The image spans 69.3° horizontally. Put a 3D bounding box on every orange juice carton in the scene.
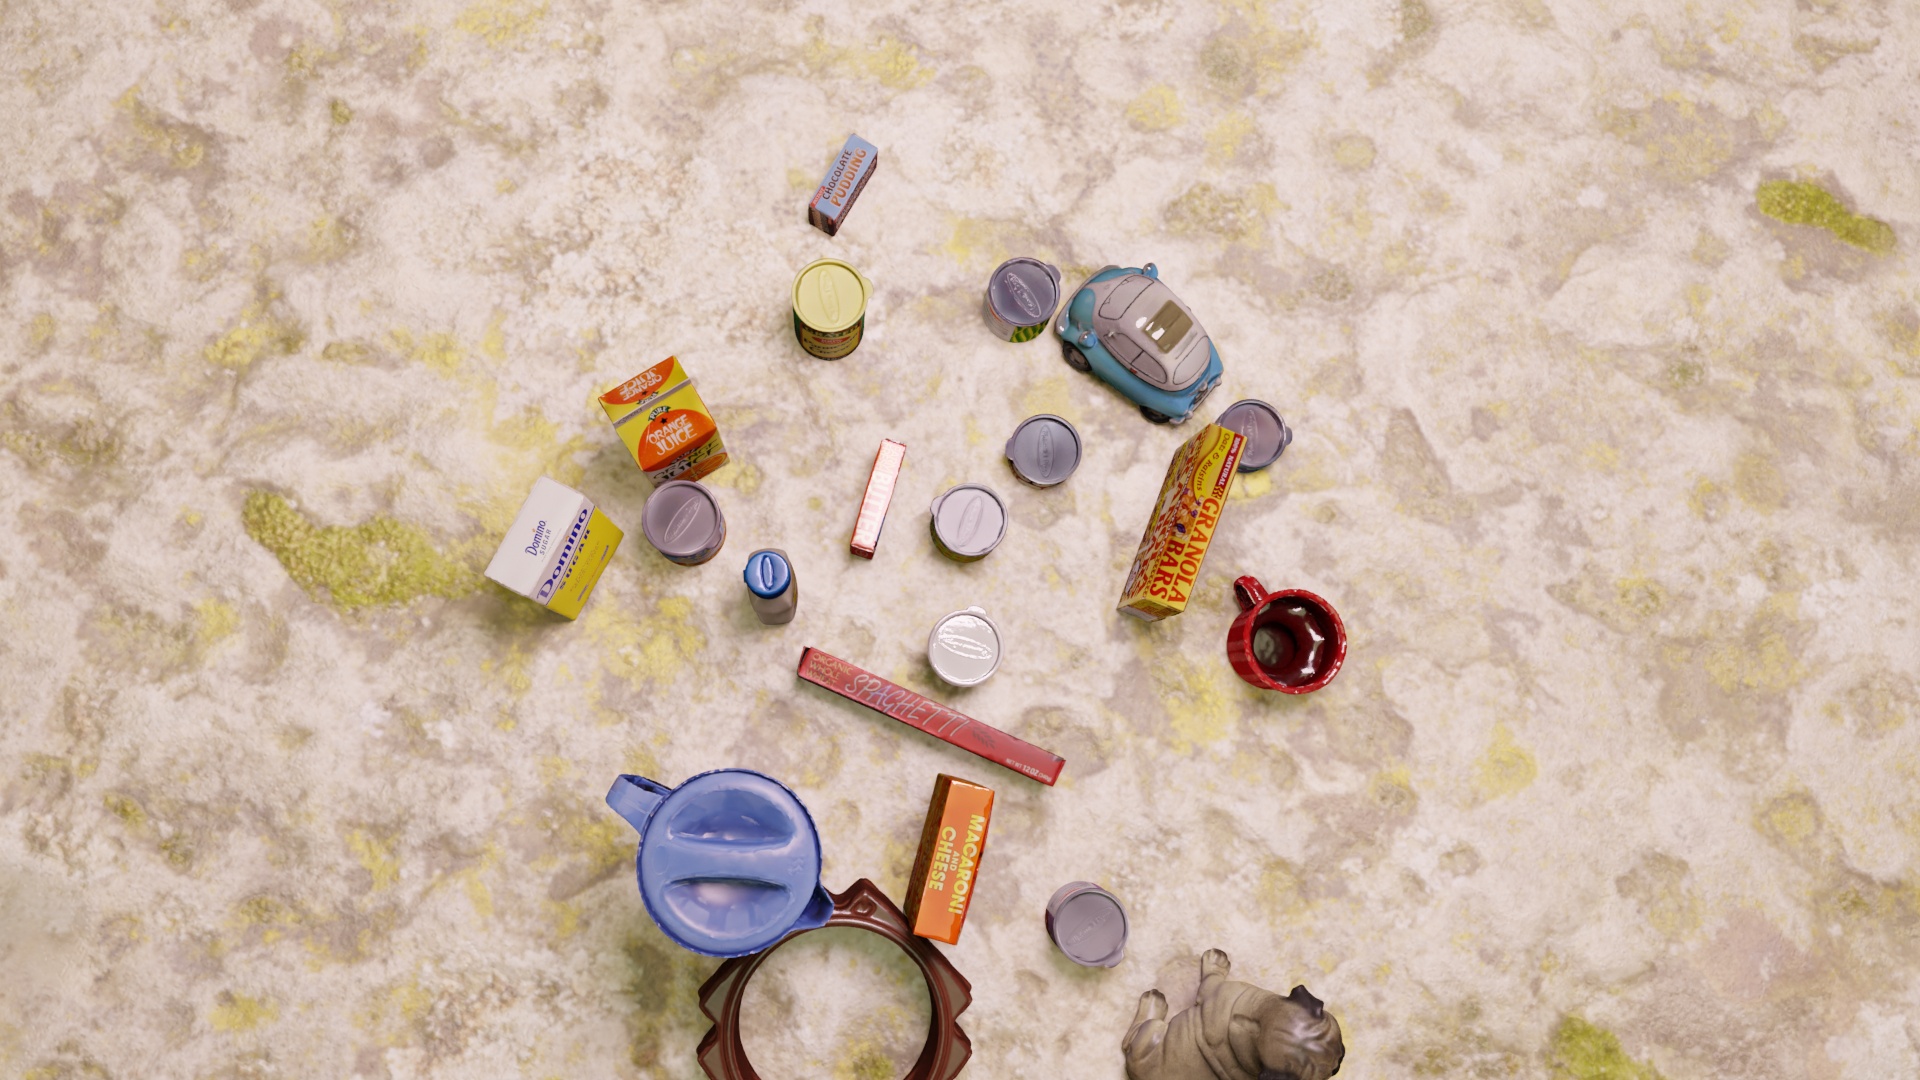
[{"bbox_3d":[-0.249,-0.096,1.173,0.072,0.192,0.073,-31,86,-8],"label":"orange juice carton"}]

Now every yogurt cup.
[{"bbox_3d":[0.003,0.097,1.239,0.072,0.054,0.072,1,82,-5],"label":"yogurt cup"}]

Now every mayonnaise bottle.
[{"bbox_3d":[-0.161,0.036,1.185,0.041,0.148,0.065,-5,83,-6],"label":"mayonnaise bottle"}]

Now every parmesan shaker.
[{"bbox_3d":[-0.115,-0.205,1.247,0.071,0.103,0.071,1,82,-5],"label":"parmesan shaker"}]

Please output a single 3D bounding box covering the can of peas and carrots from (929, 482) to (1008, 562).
[{"bbox_3d":[0.004,-0.016,1.253,0.071,0.058,0.071,1,82,-5],"label":"can of peas and carrots"}]

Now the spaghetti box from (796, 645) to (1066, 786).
[{"bbox_3d":[-0.028,0.155,1.230,0.250,0.050,0.029,24,81,-2],"label":"spaghetti box"}]

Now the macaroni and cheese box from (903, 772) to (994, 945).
[{"bbox_3d":[-0.010,0.260,1.157,0.040,0.166,0.124,15,81,-3],"label":"macaroni and cheese box"}]

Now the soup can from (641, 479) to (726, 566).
[{"bbox_3d":[-0.238,-0.012,1.217,0.071,0.083,0.071,1,82,-5],"label":"soup can"}]

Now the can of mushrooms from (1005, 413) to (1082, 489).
[{"bbox_3d":[0.075,-0.082,1.282,0.071,0.033,0.071,1,82,-5],"label":"can of mushrooms"}]

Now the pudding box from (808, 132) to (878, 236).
[{"bbox_3d":[-0.109,-0.331,1.293,0.030,0.049,0.084,30,80,-1],"label":"pudding box"}]

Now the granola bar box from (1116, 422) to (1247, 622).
[{"bbox_3d":[0.196,-0.012,1.238,0.039,0.124,0.166,22,81,-2],"label":"granola bar box"}]

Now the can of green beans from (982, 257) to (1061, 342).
[{"bbox_3d":[0.056,-0.222,1.288,0.071,0.057,0.071,1,82,-5],"label":"can of green beans"}]

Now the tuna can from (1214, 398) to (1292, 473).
[{"bbox_3d":[0.272,-0.097,1.303,0.071,0.033,0.071,1,82,-5],"label":"tuna can"}]

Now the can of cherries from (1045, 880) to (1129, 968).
[{"bbox_3d":[0.111,0.336,1.212,0.071,0.058,0.071,1,82,-5],"label":"can of cherries"}]

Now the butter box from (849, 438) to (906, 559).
[{"bbox_3d":[-0.075,-0.037,1.252,0.024,0.053,0.103,17,81,-3],"label":"butter box"}]
